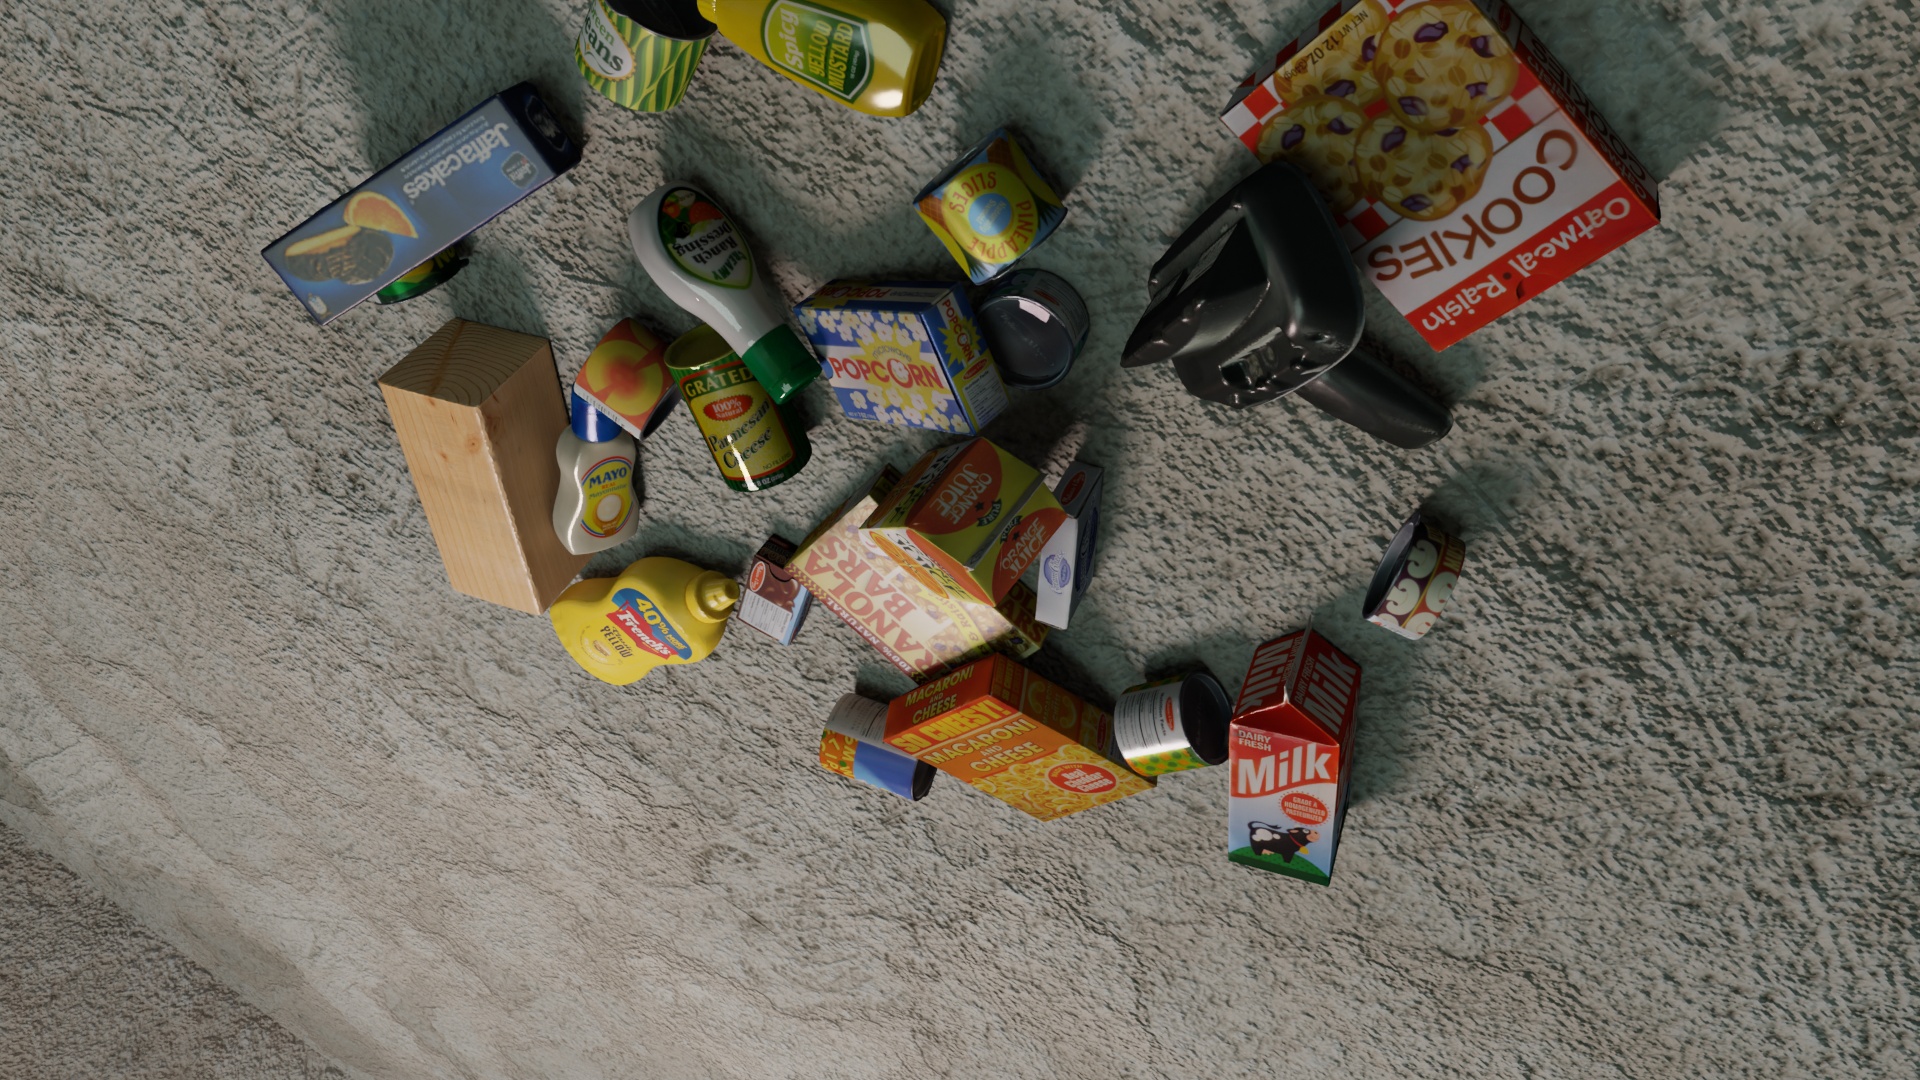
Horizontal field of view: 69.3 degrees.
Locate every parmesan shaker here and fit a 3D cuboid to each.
[{"bbox_3d":[-0.145,-0.092,0.935,0.071,0.072,0.102,0,128,29],"label":"parmesan shaker"}]

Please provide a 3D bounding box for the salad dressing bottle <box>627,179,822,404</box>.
[{"bbox_3d":[-0.145,-0.153,0.867,0.147,0.064,0.043,52,143,-3],"label":"salad dressing bottle"}]

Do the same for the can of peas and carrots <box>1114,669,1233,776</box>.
[{"bbox_3d":[0.151,0.129,0.971,0.058,0.071,0.071,-20,117,40],"label":"can of peas and carrots"}]

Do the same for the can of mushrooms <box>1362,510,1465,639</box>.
[{"bbox_3d":[0.265,0.021,0.810,0.033,0.071,0.070,25,136,6],"label":"can of mushrooms"}]

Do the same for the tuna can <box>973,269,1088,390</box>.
[{"bbox_3d":[0.040,-0.124,0.827,0.071,0.033,0.070,15,134,17],"label":"tuna can"}]

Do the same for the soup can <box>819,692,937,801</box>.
[{"bbox_3d":[-0.063,0.168,1.122,0.084,0.072,0.071,16,134,16],"label":"soup can"}]

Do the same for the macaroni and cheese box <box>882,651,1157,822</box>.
[{"bbox_3d":[0.045,0.149,1.031,0.166,0.040,0.123,32,140,-28],"label":"macaroni and cheese box"}]

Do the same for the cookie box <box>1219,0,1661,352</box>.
[{"bbox_3d":[0.227,-0.185,0.663,0.167,0.040,0.122,43,135,-13],"label":"cookie box"}]

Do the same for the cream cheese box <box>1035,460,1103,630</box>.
[{"bbox_3d":[0.071,0.004,0.910,0.024,0.054,0.103,17,135,17],"label":"cream cheese box"}]

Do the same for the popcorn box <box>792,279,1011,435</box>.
[{"bbox_3d":[-0.036,-0.114,0.846,0.127,0.038,0.085,13,137,47],"label":"popcorn box"}]

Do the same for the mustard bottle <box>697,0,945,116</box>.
[{"bbox_3d":[-0.089,-0.281,0.745,0.160,0.049,0.065,24,134,8],"label":"mustard bottle"}]

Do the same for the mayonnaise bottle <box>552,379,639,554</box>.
[{"bbox_3d":[-0.272,-0.057,1.040,0.041,0.065,0.147,47,142,30],"label":"mayonnaise bottle"}]

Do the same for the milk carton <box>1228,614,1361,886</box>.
[{"bbox_3d":[0.224,0.141,0.935,0.073,0.073,0.189,10,132,21],"label":"milk carton"}]

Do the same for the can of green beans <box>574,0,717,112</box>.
[{"bbox_3d":[-0.176,-0.284,0.778,0.071,0.071,0.057,38,137,-7],"label":"can of green beans"}]

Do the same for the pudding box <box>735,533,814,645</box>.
[{"bbox_3d":[-0.139,0.040,1.076,0.050,0.030,0.083,29,136,4],"label":"pudding box"}]

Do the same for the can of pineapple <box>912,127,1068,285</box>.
[{"bbox_3d":[0.016,-0.183,0.761,0.070,0.071,0.057,-25,114,41],"label":"can of pineapple"}]

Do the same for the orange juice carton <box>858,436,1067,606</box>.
[{"bbox_3d":[0.003,-0.011,0.854,0.073,0.072,0.192,42,170,-11],"label":"orange juice carton"}]

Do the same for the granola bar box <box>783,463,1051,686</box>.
[{"bbox_3d":[-0.031,0.038,1.007,0.165,0.039,0.123,42,136,-10],"label":"granola bar box"}]

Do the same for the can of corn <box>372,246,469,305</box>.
[{"bbox_3d":[-0.390,-0.206,0.968,0.071,0.071,0.058,0,128,29],"label":"can of corn"}]

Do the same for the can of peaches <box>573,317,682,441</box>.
[{"bbox_3d":[-0.223,-0.114,0.960,0.058,0.071,0.071,36,136,-4],"label":"can of peaches"}]
